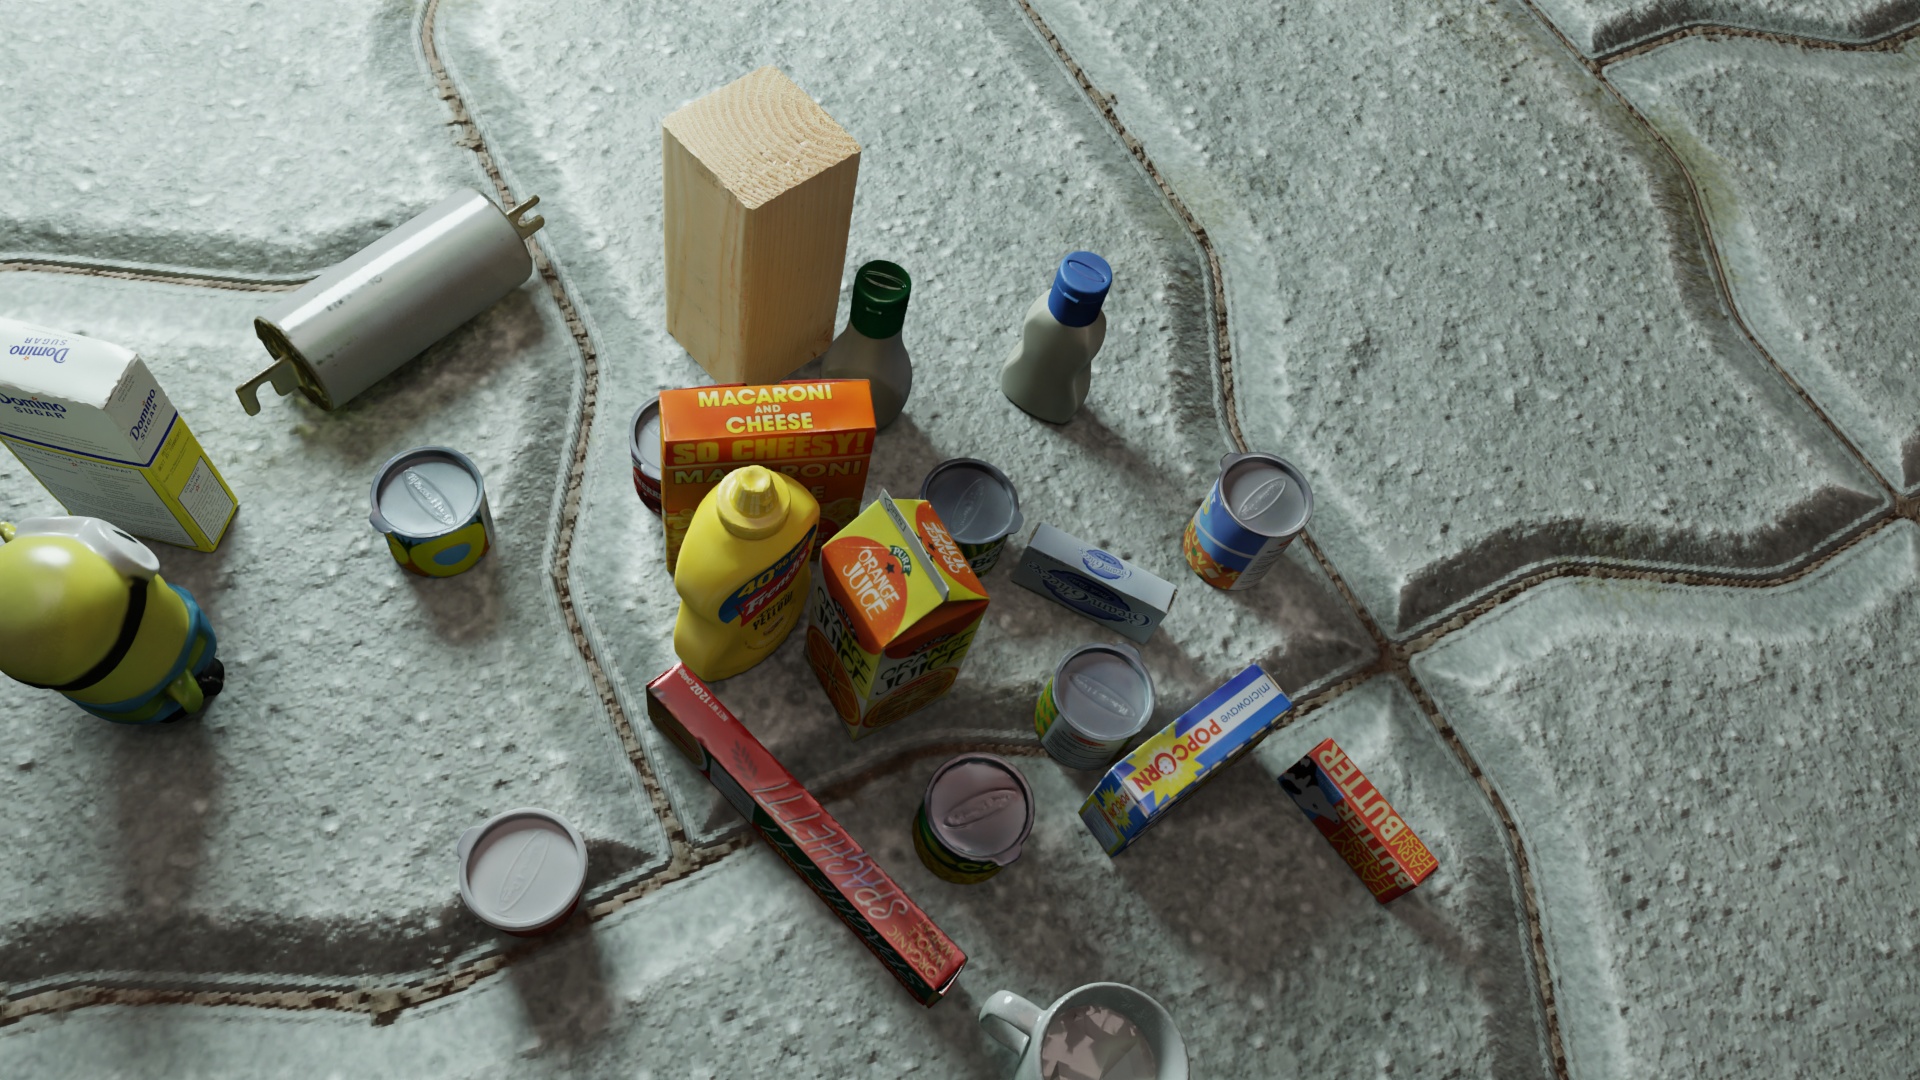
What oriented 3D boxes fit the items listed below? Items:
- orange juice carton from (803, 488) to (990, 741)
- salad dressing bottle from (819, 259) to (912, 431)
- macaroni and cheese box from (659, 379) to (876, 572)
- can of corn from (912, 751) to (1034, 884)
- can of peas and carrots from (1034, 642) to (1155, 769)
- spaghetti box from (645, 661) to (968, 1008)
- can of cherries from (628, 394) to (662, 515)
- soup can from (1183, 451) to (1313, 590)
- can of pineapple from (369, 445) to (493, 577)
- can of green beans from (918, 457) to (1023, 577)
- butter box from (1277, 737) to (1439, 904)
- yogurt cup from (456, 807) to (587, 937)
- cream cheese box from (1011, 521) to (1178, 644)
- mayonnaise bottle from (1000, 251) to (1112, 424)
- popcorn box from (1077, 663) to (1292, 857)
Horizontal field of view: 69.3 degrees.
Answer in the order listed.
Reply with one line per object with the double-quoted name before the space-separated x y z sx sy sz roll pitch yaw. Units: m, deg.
"orange juice carton" -0.039 0.043 0.822 0.073 0.191 0.072 -24 69 -22
"salad dressing bottle" -0.060 -0.129 0.939 0.064 0.147 0.044 18 60 -1
"macaroni and cheese box" -0.124 -0.038 0.865 0.124 0.165 0.040 -5 63 -13
"can of corn" 0.008 0.171 0.838 0.071 0.058 0.071 5 61 -8
"can of peas and carrots" 0.086 0.105 0.890 0.071 0.058 0.071 5 61 -8
"spaghetti box" -0.094 0.173 0.822 0.250 0.050 0.029 43 63 13
"can of cherries" -0.188 -0.055 0.924 0.071 0.058 0.072 5 61 -8
"soup can" 0.196 -0.014 0.962 0.071 0.083 0.071 5 61 -8
"can of pineapple" -0.333 -0.017 0.875 0.071 0.057 0.071 5 61 -8
"can of green beans" 0.001 -0.013 0.939 0.071 0.057 0.071 5 61 -8
"butter box" 0.252 0.179 0.885 0.024 0.053 0.103 -31 71 -24
"yogurt cup" -0.243 0.190 0.781 0.072 0.053 0.073 5 61 -8
"cream cheese box" 0.089 0.029 0.935 0.104 0.053 0.024 26 60 4
"mayonnaise bottle" 0.071 -0.142 0.971 0.065 0.147 0.041 30 61 6
"popcorn box" 0.140 0.137 0.867 0.127 0.084 0.038 -31 72 -24
